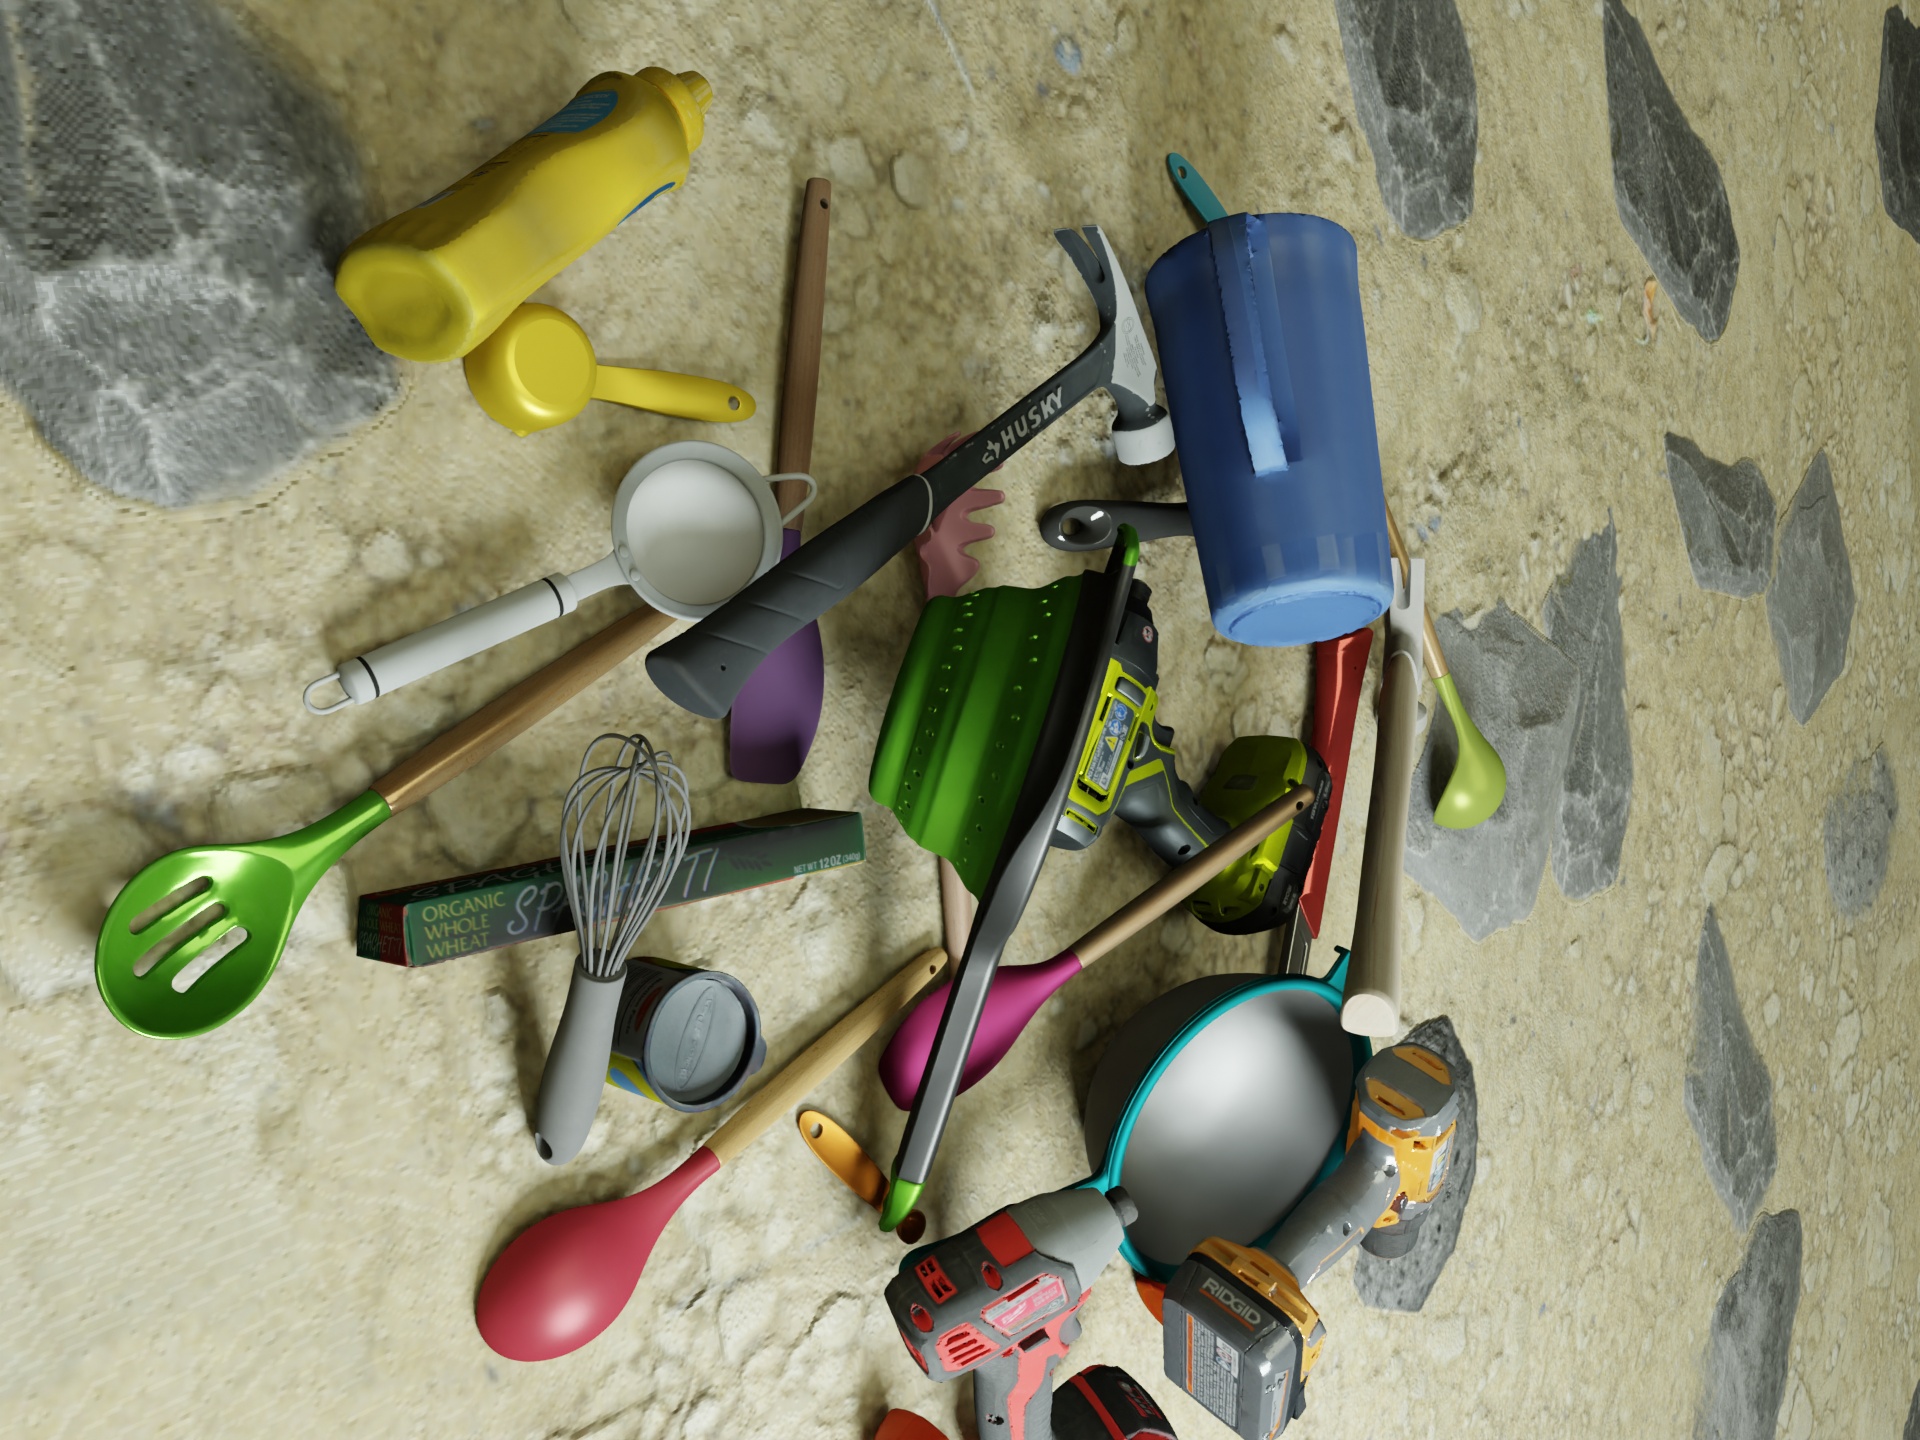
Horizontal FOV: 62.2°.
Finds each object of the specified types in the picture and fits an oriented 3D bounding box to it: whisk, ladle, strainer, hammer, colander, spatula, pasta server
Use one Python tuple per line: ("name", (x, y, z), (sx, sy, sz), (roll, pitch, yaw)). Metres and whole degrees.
("whisk", (-0.159, 0.106, 0.688), (0.055, 0.055, 0.238), (-12, 131, -43))
("ladle", (0.356, -0.058, 1.246), (0.078, 0.062, 0.320), (-39, 110, -42))
("ladle", (-0.110, 0.208, 0.814), (0.315, 0.031, 0.069), (-37, 116, -38))
("strainer", (-0.179, -0.062, 0.729), (0.258, 0.050, 0.087), (-30, 105, -33))
("whisk", (0.167, -0.133, 1.048), (0.295, 0.073, 0.073), (-8, 97, -37))
("strainer", (0.098, 0.256, 0.978), (0.340, 0.095, 0.211), (-16, 115, -26))
("hammer", (-0.012, -0.125, 0.822), (0.409, 0.036, 0.149), (-43, 126, -39))
("hammer", (0.280, 0.045, 1.042), (0.411, 0.038, 0.146), (-64, 150, -53))
("colander", (-0.013, 0.077, 0.825), (0.094, 0.204, 0.397), (18, 101, 0))
("spatula", (-0.086, -0.124, 0.829), (0.059, 0.018, 0.316), (5, 89, -45))
("pasta server", (-0.001, -0.003, 0.901), (0.060, 0.040, 0.316), (-10, 100, -51))
("hammer", (0.260, 0.108, 1.155), (0.149, 0.037, 0.359), (19, 79, -42))

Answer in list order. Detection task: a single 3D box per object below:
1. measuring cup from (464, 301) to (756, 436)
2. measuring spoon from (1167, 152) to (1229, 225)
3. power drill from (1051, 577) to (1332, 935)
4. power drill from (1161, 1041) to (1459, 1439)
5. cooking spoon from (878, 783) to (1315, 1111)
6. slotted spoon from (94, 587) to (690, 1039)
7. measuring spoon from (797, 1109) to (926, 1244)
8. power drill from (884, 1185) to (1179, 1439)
("measuring cup", (-0.155, -0.160, 0.752), (0.156, 0.029, 0.062), (0, 91, -42))
("measuring spoon", (0.173, -0.328, 1.075), (0.128, 0.021, 0.042), (47, 61, -24))
("power drill", (0.136, 0.029, 1.009), (0.223, 0.080, 0.171), (34, 70, -36))
("power drill", (0.219, 0.322, 0.961), (0.226, 0.084, 0.185), (-39, 141, -29))
("cooking spoon", (0.088, 0.126, 0.939), (0.319, 0.017, 0.068), (-33, 115, -17))
("slotted spoon", (-0.231, 0.023, 0.691), (0.314, 0.031, 0.070), (-42, 119, -37))
("measuring spoon", (-0.056, 0.252, 0.879), (0.116, 0.011, 0.021), (52, 59, -27))
("power drill", (0.052, 0.359, 0.891), (0.143, 0.079, 0.219), (-27, 121, -16))
